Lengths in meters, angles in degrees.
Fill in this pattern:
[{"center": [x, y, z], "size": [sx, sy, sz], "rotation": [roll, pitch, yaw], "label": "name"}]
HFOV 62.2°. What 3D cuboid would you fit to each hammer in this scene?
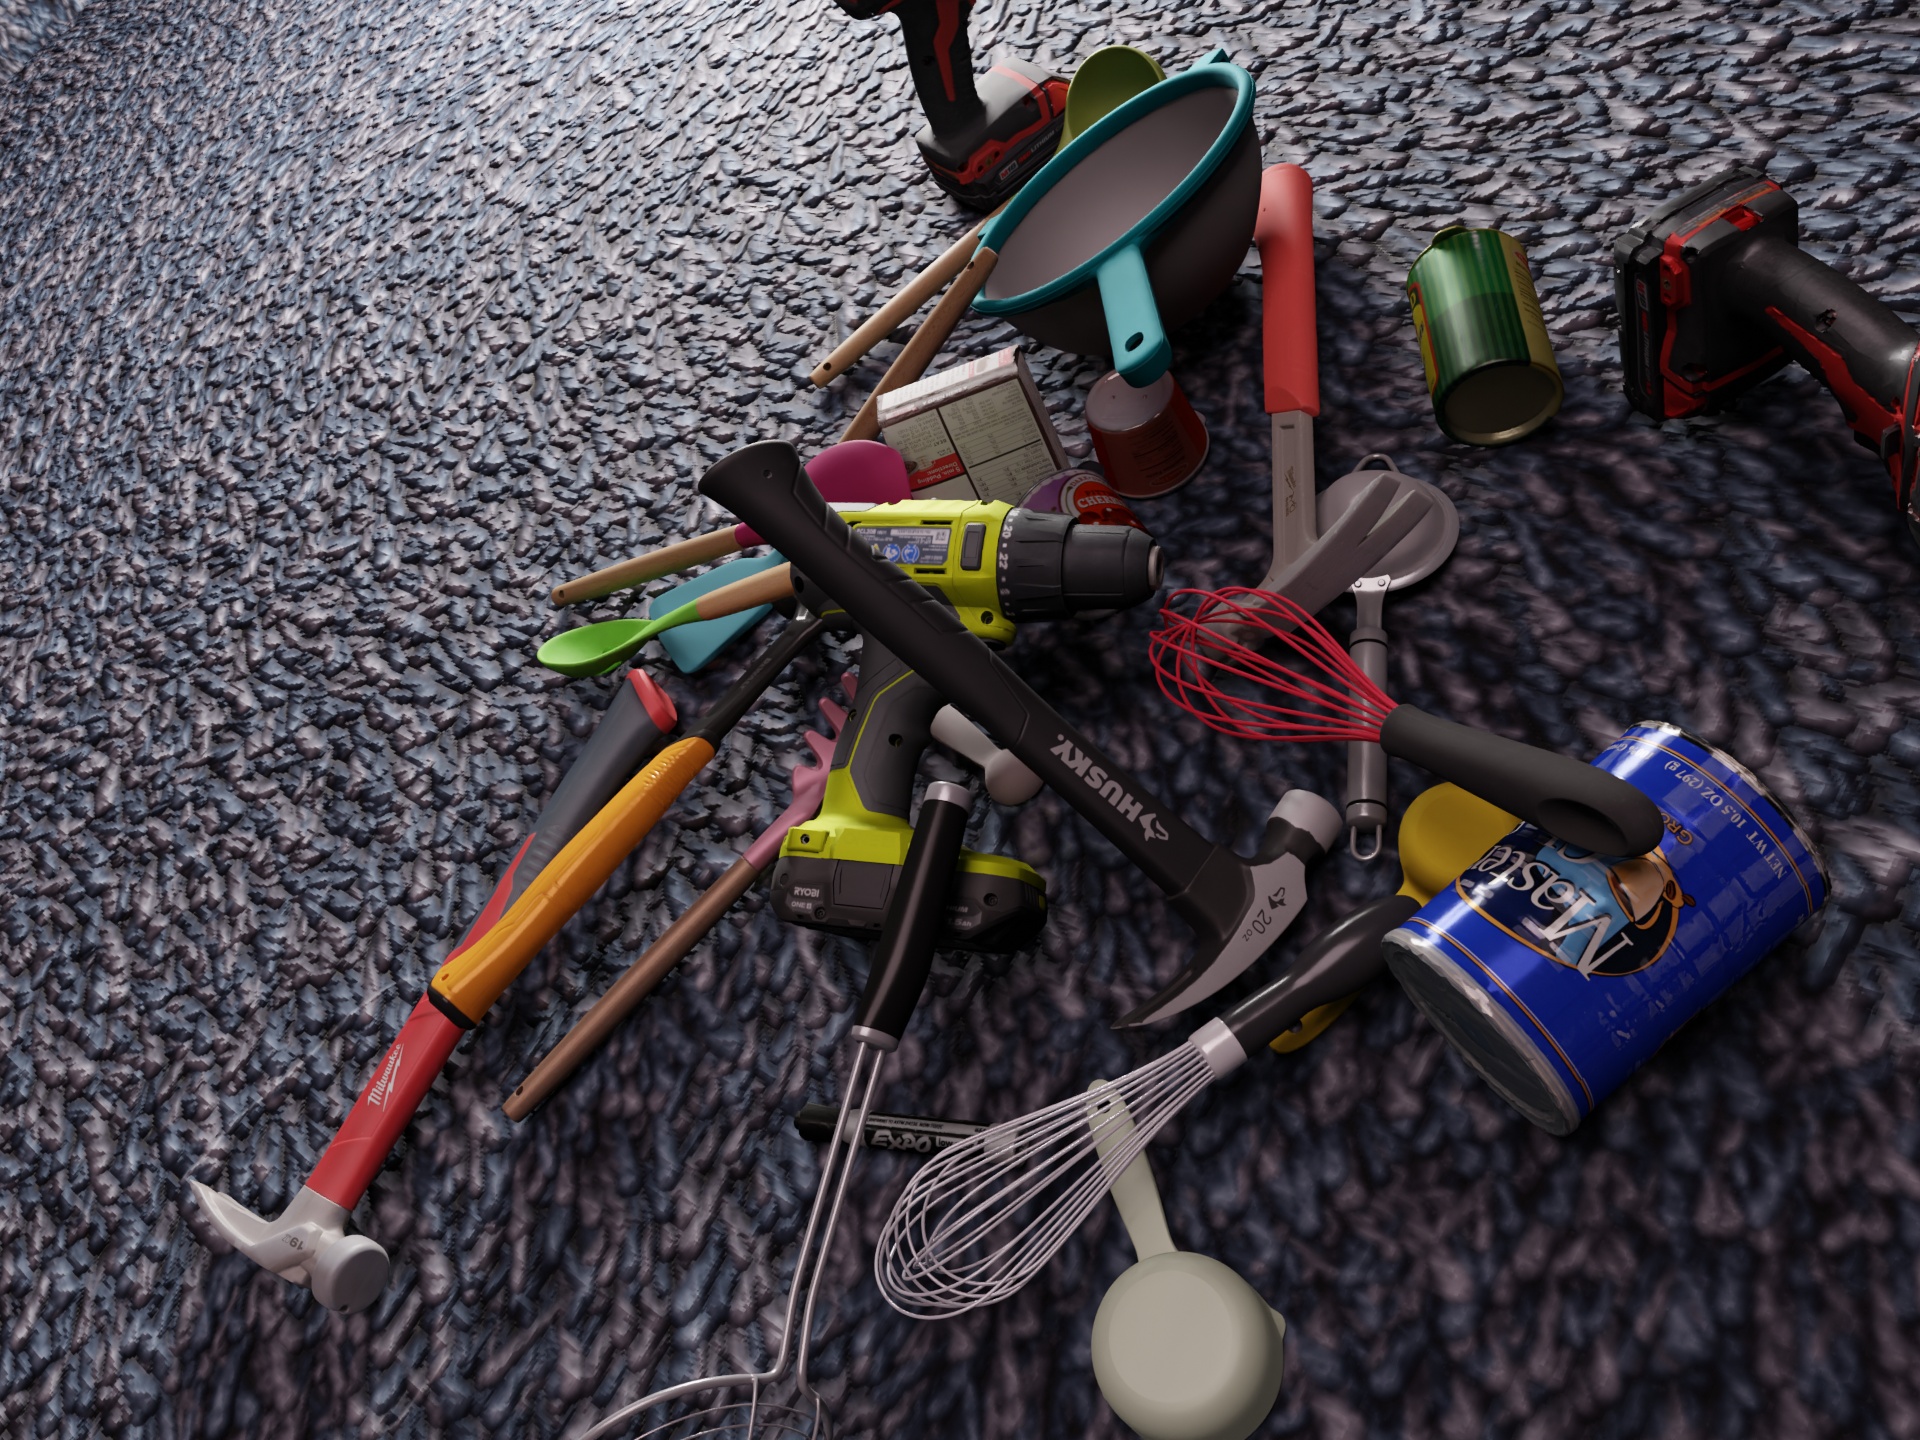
[{"center": [-0.288, 0.132, 0.921], "size": [0.143, 0.038, 0.386], "rotation": [13, 64, 34], "label": "hammer"}, {"center": [0.015, -0.004, 0.724], "size": [0.334, 0.035, 0.146], "rotation": [41, 67, -5], "label": "hammer"}, {"center": [0.190, -0.203, 0.889], "size": [0.149, 0.036, 0.359], "rotation": [-45, 28, 47], "label": "hammer"}, {"center": [-0.164, 0.037, 0.888], "size": [0.337, 0.034, 0.127], "rotation": [-49, 30, -19], "label": "hammer"}]

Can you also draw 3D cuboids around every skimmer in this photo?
[{"center": [-0.076, 0.195, 0.693], "size": [0.090, 0.127, 0.363], "rotation": [-5, 60, 43], "label": "skimmer"}]

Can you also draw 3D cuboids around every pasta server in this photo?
[{"center": [-0.139, 0.095, 0.875], "size": [0.316, 0.040, 0.060], "rotation": [-46, 33, -8], "label": "pasta server"}]

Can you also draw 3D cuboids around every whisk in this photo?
[{"center": [0.083, 0.159, 0.681], "size": [0.284, 0.070, 0.070], "rotation": [-34, 49, -8], "label": "whisk"}, {"center": [0.177, -0.002, 0.694], "size": [0.073, 0.073, 0.296], "rotation": [-46, 34, -9], "label": "whisk"}]

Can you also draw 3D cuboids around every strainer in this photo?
[{"center": [0.112, -0.256, 0.930], "size": [0.211, 0.095, 0.341], "rotation": [-32, 33, 22], "label": "strainer"}, {"center": [0.208, -0.047, 0.806], "size": [0.087, 0.050, 0.259], "rotation": [-2, 60, 19], "label": "strainer"}]

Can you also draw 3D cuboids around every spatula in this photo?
[{"center": [-0.081, -0.163, 0.986], "size": [0.317, 0.044, 0.082], "rotation": [-52, 44, 15], "label": "spatula"}]

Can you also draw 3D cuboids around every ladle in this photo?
[{"center": [0.016, -0.342, 1.097], "size": [0.320, 0.062, 0.078], "rotation": [-41, 77, -2], "label": "ladle"}]

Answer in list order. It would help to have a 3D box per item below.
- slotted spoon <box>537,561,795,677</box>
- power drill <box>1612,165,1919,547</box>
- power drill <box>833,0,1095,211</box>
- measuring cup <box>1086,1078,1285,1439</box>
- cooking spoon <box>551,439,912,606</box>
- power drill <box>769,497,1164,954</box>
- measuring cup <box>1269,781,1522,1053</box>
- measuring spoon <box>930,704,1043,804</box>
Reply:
[{"center": [-0.135, -0.072, 0.947], "size": [0.314, 0.031, 0.070], "rotation": [-15, 19, 34], "label": "slotted spoon"}, {"center": [0.403, -0.152, 0.726], "size": [0.078, 0.143, 0.220], "rotation": [-30, 43, -1], "label": "power drill"}, {"center": [0.016, -0.489, 1.085], "size": [0.188, 0.226, 0.080], "rotation": [-42, 50, -6], "label": "power drill"}, {"center": [0.079, 0.222, 0.677], "size": [0.083, 0.038, 0.168], "rotation": [-25, 51, 8], "label": "measuring cup"}, {"center": [-0.152, -0.108, 0.983], "size": [0.319, 0.017, 0.069], "rotation": [-11, 91, 39], "label": "cooking spoon"}, {"center": [-0.001, -0.003, 0.803], "size": [0.190, 0.080, 0.229], "rotation": [3, 77, 19], "label": "power drill"}, {"center": [0.193, 0.090, 0.717], "size": [0.156, 0.029, 0.062], "rotation": [-45, 62, -6], "label": "measuring cup"}, {"center": [0.000, 0.007, 0.882], "size": [0.034, 0.018, 0.124], "rotation": [-46, 50, -9], "label": "measuring spoon"}]
